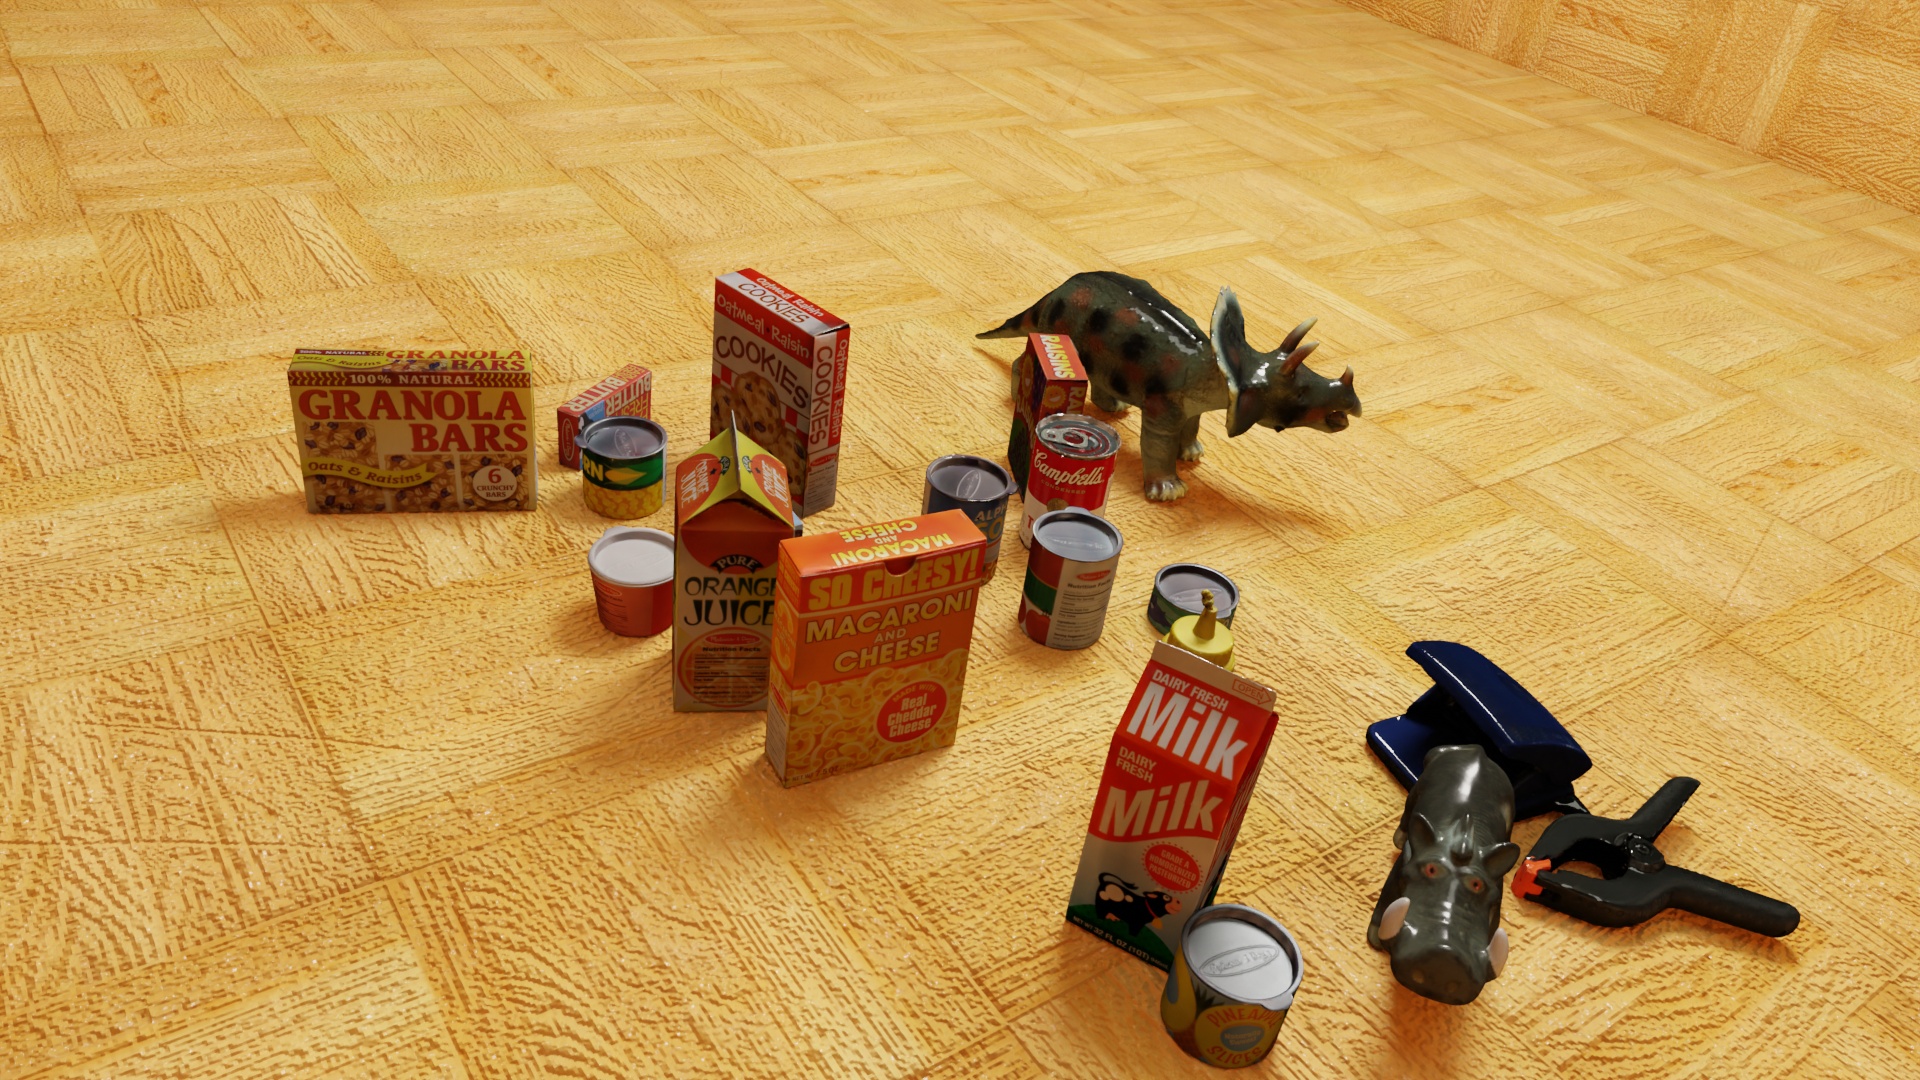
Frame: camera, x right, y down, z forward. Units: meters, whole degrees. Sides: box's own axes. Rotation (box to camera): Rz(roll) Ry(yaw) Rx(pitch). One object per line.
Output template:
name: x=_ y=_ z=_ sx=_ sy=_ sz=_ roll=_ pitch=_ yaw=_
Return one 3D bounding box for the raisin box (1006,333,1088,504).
raisin box: x=0.074 y=-0.104 z=1.187 sx=0.040 sy=0.122 sz=0.086 roll=2 pitch=34 yaw=-10

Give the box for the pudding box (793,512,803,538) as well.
pudding box: x=-0.160 y=0.008 z=1.035 sx=0.084 sy=0.049 sz=0.030 roll=-15 pitch=40 yaw=-31

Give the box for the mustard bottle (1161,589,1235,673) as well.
mustard bottle: x=0.142 y=0.098 z=0.870 sx=0.049 sy=0.159 sz=0.065 roll=8 pitch=34 yaw=-1

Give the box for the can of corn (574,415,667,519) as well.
can of corn: x=-0.268 y=-0.058 z=1.099 sx=0.071 sy=0.058 sz=0.071 roll=6 pitch=34 yaw=-4

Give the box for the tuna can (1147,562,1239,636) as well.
tuna can: x=0.179 y=0.050 z=1.064 sx=0.071 sy=0.032 sz=0.071 roll=6 pitch=34 yaw=-4

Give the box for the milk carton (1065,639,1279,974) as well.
milk carton: x=0.120 y=0.142 z=0.773 sx=0.072 sy=0.189 sz=0.074 roll=23 pitch=36 yaw=20

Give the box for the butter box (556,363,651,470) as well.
butter box: x=-0.298 y=-0.105 z=1.167 sx=0.024 sy=0.052 sz=0.104 roll=20 pitch=35 yaw=16

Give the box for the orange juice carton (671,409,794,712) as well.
orange juice carton: x=-0.148 y=0.016 z=0.897 sx=0.073 sy=0.191 sz=0.072 roll=0 pitch=34 yaw=-12

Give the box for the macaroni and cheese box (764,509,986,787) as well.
macaroni and cheese box: x=-0.054 y=0.068 z=0.865 sx=0.124 sy=0.165 sz=0.040 roll=-11 pitch=38 yaw=-27

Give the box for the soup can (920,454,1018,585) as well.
soup can: x=0.004 y=-0.013 z=1.073 sx=0.071 sy=0.083 sz=0.072 roll=6 pitch=34 yaw=-4

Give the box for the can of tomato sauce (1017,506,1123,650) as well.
can of tomato sauce: x=0.080 y=0.028 z=1.029 sx=0.071 sy=0.082 sz=0.071 roll=6 pitch=34 yaw=-4

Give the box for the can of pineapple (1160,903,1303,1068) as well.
can of pineapple: x=0.146 y=0.242 z=0.750 sx=0.071 sy=0.057 sz=0.071 roll=6 pitch=34 yaw=-4

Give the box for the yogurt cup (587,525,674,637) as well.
yogurt cup: x=-0.228 y=0.031 z=0.980 sx=0.072 sy=0.053 sz=0.073 roll=6 pitch=34 yaw=-4

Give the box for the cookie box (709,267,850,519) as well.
cookie box: x=-0.148 y=-0.119 z=1.120 sx=0.123 sy=0.166 sz=0.040 roll=33 pitch=40 yaw=32

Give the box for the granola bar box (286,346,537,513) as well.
granola bar box: x=-0.406 y=-0.082 z=1.045 sx=0.166 sy=0.123 sz=0.039 roll=-1 pitch=35 yaw=-15
